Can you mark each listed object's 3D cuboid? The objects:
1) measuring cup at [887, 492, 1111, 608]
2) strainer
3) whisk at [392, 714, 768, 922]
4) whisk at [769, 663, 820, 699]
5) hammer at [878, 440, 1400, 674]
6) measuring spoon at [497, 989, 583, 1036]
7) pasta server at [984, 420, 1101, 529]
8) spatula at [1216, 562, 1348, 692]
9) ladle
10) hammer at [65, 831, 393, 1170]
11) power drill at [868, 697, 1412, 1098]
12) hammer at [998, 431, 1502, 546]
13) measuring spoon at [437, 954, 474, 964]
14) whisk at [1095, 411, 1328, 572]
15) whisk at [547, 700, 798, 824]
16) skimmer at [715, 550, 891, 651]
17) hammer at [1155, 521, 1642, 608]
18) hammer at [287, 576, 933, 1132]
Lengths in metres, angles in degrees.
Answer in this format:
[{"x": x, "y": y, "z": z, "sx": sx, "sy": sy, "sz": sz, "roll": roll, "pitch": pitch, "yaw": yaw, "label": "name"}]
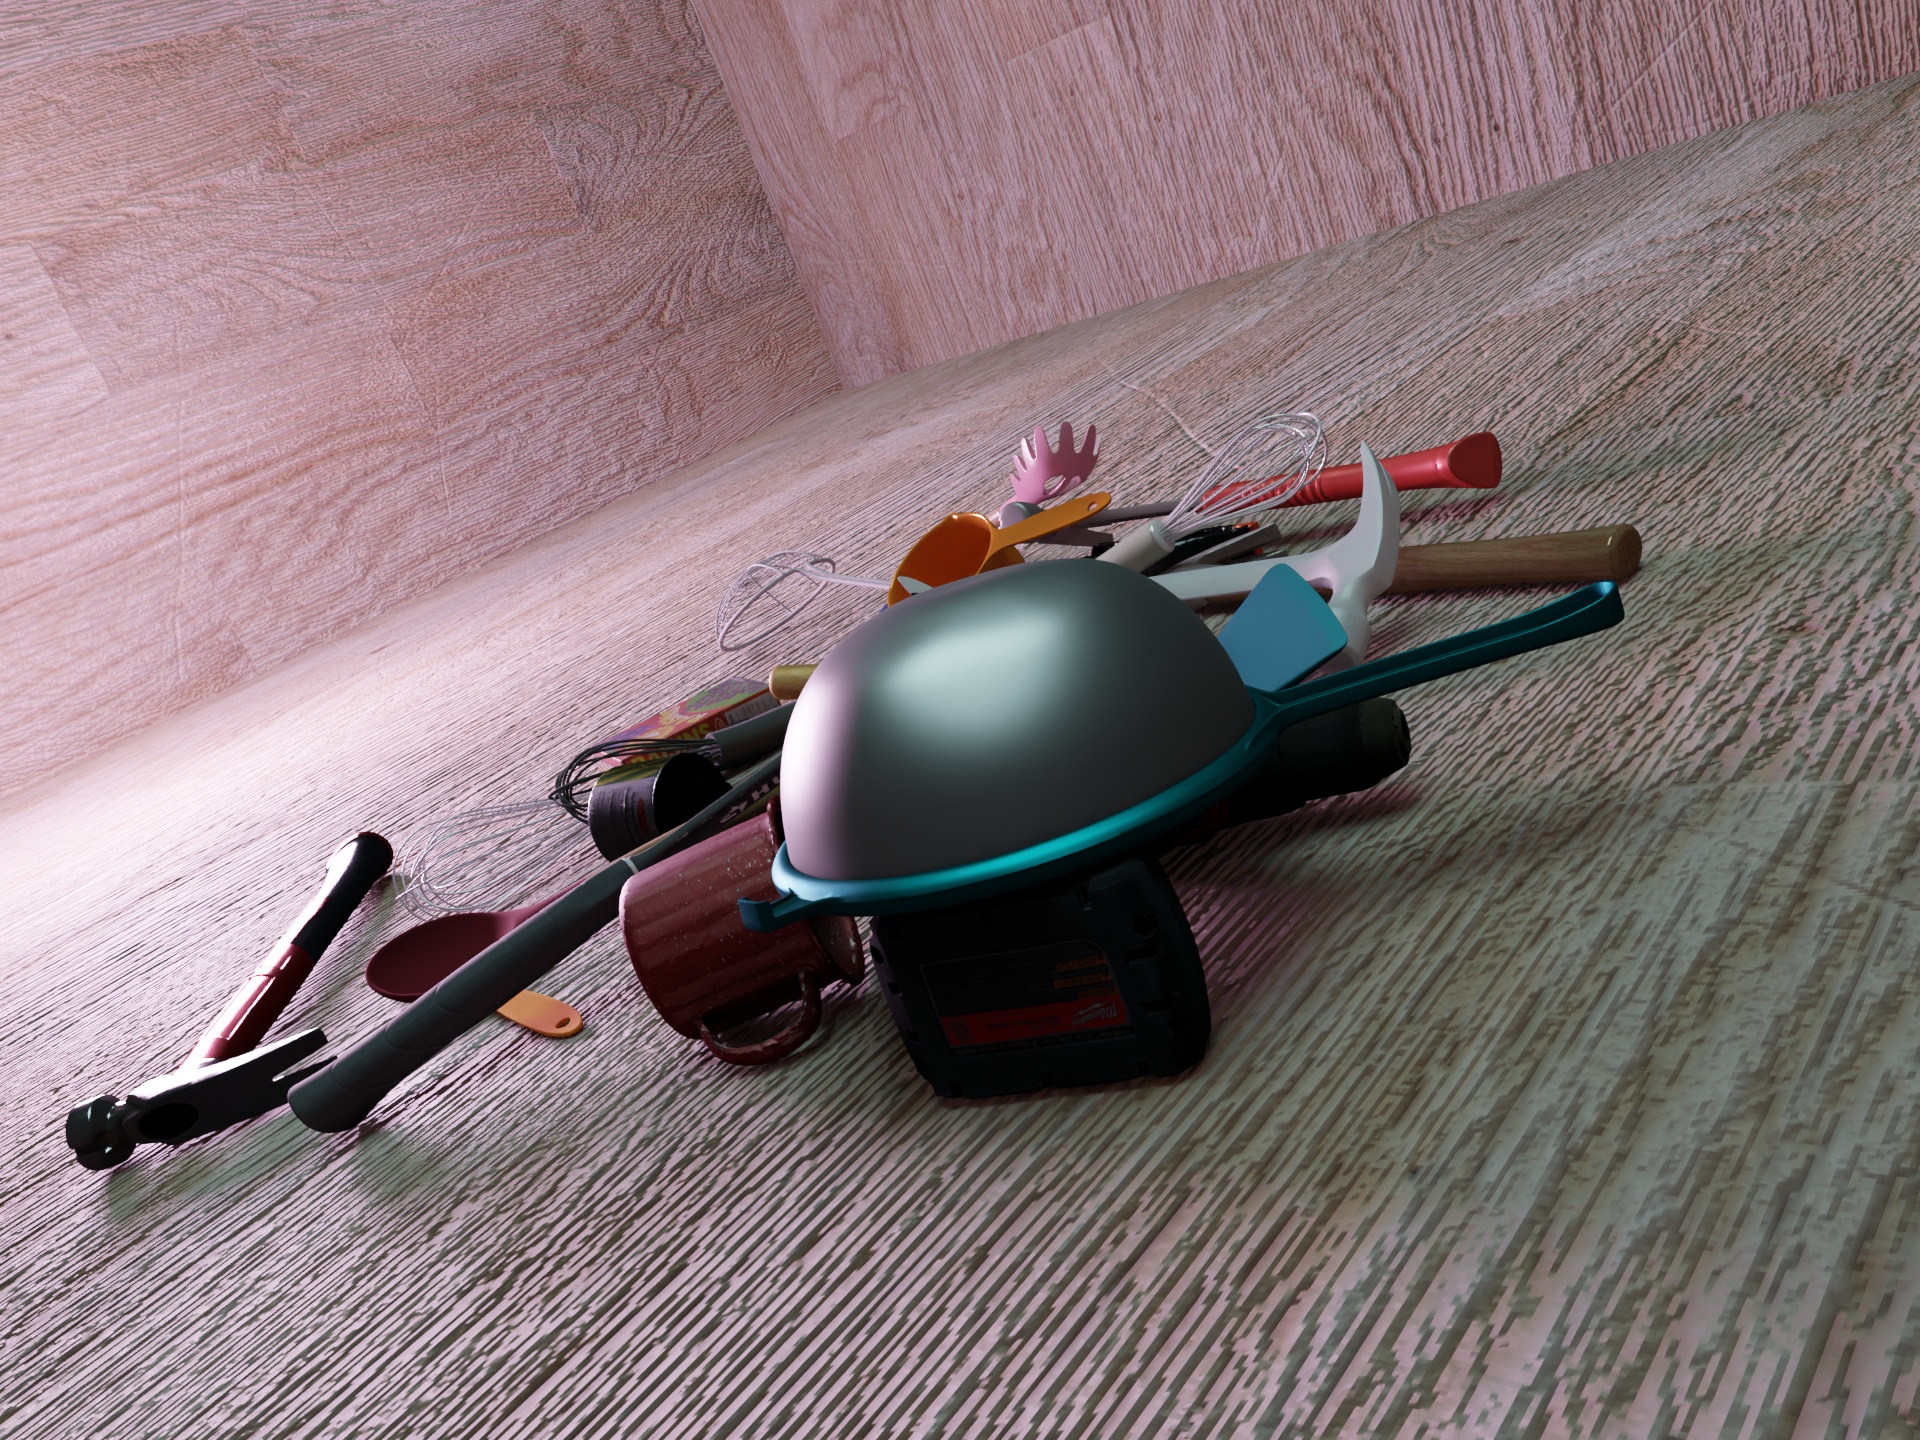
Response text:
[{"x": 0.035, "y": -0.097, "z": 1.006, "sx": 0.173, "sy": 0.052, "sz": 0.095, "roll": -19, "pitch": 44, "yaw": 34, "label": "measuring cup"}, {"x": 0.072, "y": -0.028, "z": 0.614, "sx": 0.340, "sy": 0.095, "sz": 0.211, "roll": -17, "pitch": 12, "yaw": 13, "label": "strainer"}, {"x": -0.238, "y": 0.057, "z": 1.054, "sx": 0.284, "sy": 0.070, "sz": 0.070, "roll": -26, "pitch": 17, "yaw": -28, "label": "whisk"}, {"x": 0.008, "y": -0.023, "z": 0.930, "sx": 0.245, "sy": 0.051, "sz": 0.047, "roll": -2, "pitch": -1, "yaw": 11, "label": "whisk"}, {"x": 0.093, "y": -0.082, "z": 1.003, "sx": 0.405, "sy": 0.035, "sz": 0.144, "roll": -4, "pitch": 53, "yaw": 46, "label": "hammer"}, {"x": -0.226, "y": 0.151, "z": 0.825, "sx": 0.117, "sy": 0.011, "sz": 0.021, "roll": 4, "pitch": 36, "yaw": 48, "label": "measuring spoon"}, {"x": 0.027, "y": -0.171, "z": 1.311, "sx": 0.060, "sy": 0.040, "sz": 0.316, "roll": 2, "pitch": -12, "yaw": -23, "label": "pasta server"}, {"x": 0.051, "y": 0.013, "z": 0.848, "sx": 0.317, "sy": 0.044, "sz": 0.082, "roll": -24, "pitch": 41, "yaw": -1, "label": "spatula"}, {"x": -0.185, "y": 0.081, "z": 0.897, "sx": 0.315, "sy": 0.031, "sz": 0.069, "roll": -27, "pitch": 35, "yaw": -1, "label": "ladle"}, {"x": -0.409, "y": 0.147, "z": 1.006, "sx": 0.143, "sy": 0.038, "sz": 0.386, "roll": -20, "pitch": 17, "yaw": 1, "label": "hammer"}, {"x": 0.080, "y": 0.053, "z": 0.647, "sx": 0.188, "sy": 0.080, "sz": 0.227, "roll": -13, "pitch": 16, "yaw": 25, "label": "power drill"}, {"x": 0.210, "y": -0.160, "z": 1.145, "sx": 0.359, "sy": 0.037, "sz": 0.149, "roll": -4, "pitch": 2, "yaw": 38, "label": "hammer"}, {"x": -0.292, "y": 0.141, "z": 0.931, "sx": 0.124, "sy": 0.018, "sz": 0.034, "roll": -6, "pitch": 33, "yaw": 24, "label": "measuring spoon"}, {"x": 0.140, "y": -0.128, "z": 1.055, "sx": 0.246, "sy": 0.057, "sz": 0.059, "roll": -33, "pitch": 35, "yaw": 35, "label": "whisk"}, {"x": -0.161, "y": 0.017, "z": 1.053, "sx": 0.239, "sy": 0.055, "sz": 0.055, "roll": -20, "pitch": 13, "yaw": -36, "label": "whisk"}, {"x": -0.071, "y": -0.088, "z": 1.330, "sx": 0.363, "sy": 0.090, "sz": 0.127, "roll": 11, "pitch": 31, "yaw": 43, "label": "skimmer"}, {"x": 0.242, "y": -0.089, "z": 0.952, "sx": 0.130, "sy": 0.031, "sz": 0.331, "roll": -35, "pitch": 22, "yaw": -35, "label": "hammer"}, {"x": -0.152, "y": 0.069, "z": 0.798, "sx": 0.409, "sy": 0.036, "sz": 0.149, "roll": -37, "pitch": -19, "yaw": -12, "label": "hammer"}]
